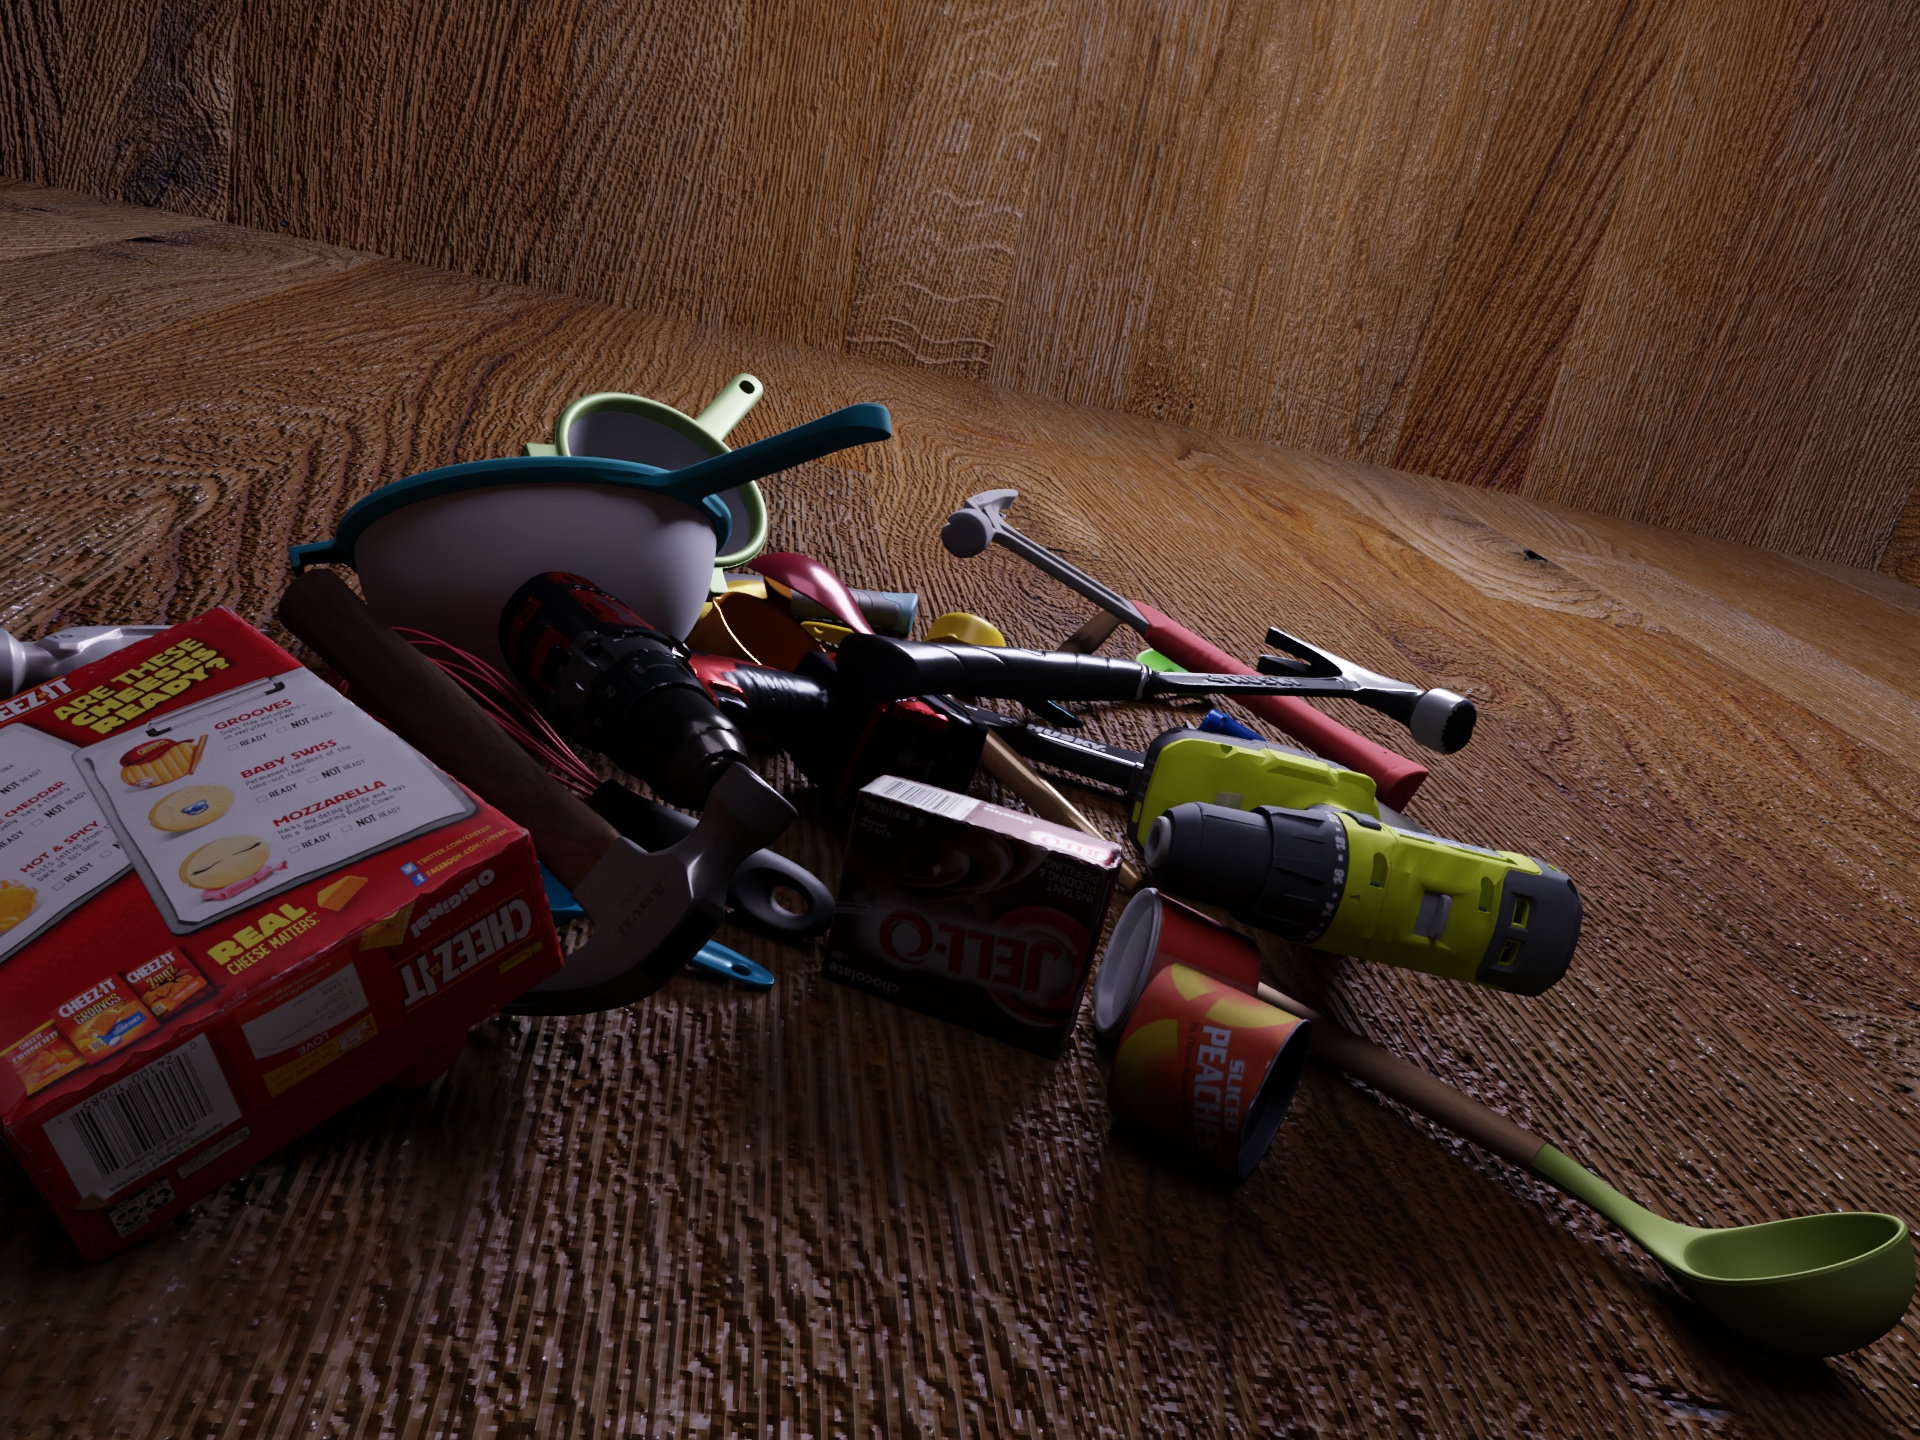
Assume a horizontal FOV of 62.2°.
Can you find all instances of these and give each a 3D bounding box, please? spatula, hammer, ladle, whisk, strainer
[{"bbox_3d":[0.075,-0.047,1.044,0.082,0.044,0.317,32,24,7],"label":"spatula"},{"bbox_3d":[-0.210,0.012,0.672,0.332,0.130,0.031,32,-11,38],"label":"hammer"},{"bbox_3d":[-0.012,-0.008,0.909,0.316,0.031,0.069,42,11,25],"label":"ladle"},{"bbox_3d":[-0.185,0.031,0.754,0.296,0.073,0.073,25,21,17],"label":"whisk"},{"bbox_3d":[-0.002,-0.003,1.004,0.335,0.035,0.146,17,20,11],"label":"hammer"},{"bbox_3d":[-0.299,0.038,0.682,0.143,0.038,0.387,-4,25,-45],"label":"hammer"},{"bbox_3d":[0.220,0.158,0.661,0.078,0.062,0.320,-6,24,-45],"label":"ladle"},{"bbox_3d":[0.155,-0.050,1.088,0.359,0.036,0.149,33,19,7],"label":"hammer"},{"bbox_3d":[-0.174,-0.075,0.838,0.340,0.095,0.210,-14,-14,31],"label":"strainer"},{"bbox_3d":[-0.185,-0.096,1.148,0.331,0.033,0.128,6,21,-21],"label":"hammer"},{"bbox_3d":[0.108,-0.024,0.877,0.408,0.036,0.149,2,19,-39],"label":"hammer"},{"bbox_3d":[-0.195,-0.166,1.079,0.151,0.069,0.256,36,34,-10],"label":"strainer"}]

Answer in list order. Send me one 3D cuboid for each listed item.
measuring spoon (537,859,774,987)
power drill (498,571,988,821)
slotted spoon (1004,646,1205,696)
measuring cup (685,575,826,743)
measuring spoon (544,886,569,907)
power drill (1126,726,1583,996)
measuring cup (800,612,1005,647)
[{"bbox_3d":[-0.141,0.093,0.672,0.128,0.021,0.042,23,18,-1],"label":"measuring spoon"},{"bbox_3d":[-0.093,0.004,0.766,0.226,0.080,0.188,16,13,-42],"label":"power drill"},{"bbox_3d":[0.090,-0.039,1.129,0.313,0.031,0.070,1,25,-47],"label":"slotted spoon"},{"bbox_3d":[-0.125,-0.048,0.969,0.095,0.052,0.174,34,20,-23],"label":"measuring cup"},{"bbox_3d":[-0.178,0.073,0.702,0.117,0.011,0.021,10,19,-9],"label":"measuring spoon"},{"bbox_3d":[0.161,0.062,0.775,0.190,0.080,0.228,13,6,-11],"label":"power drill"},{"bbox_3d":[-0.041,-0.061,1.118,0.156,0.062,0.029,12,61,23],"label":"measuring cup"}]
